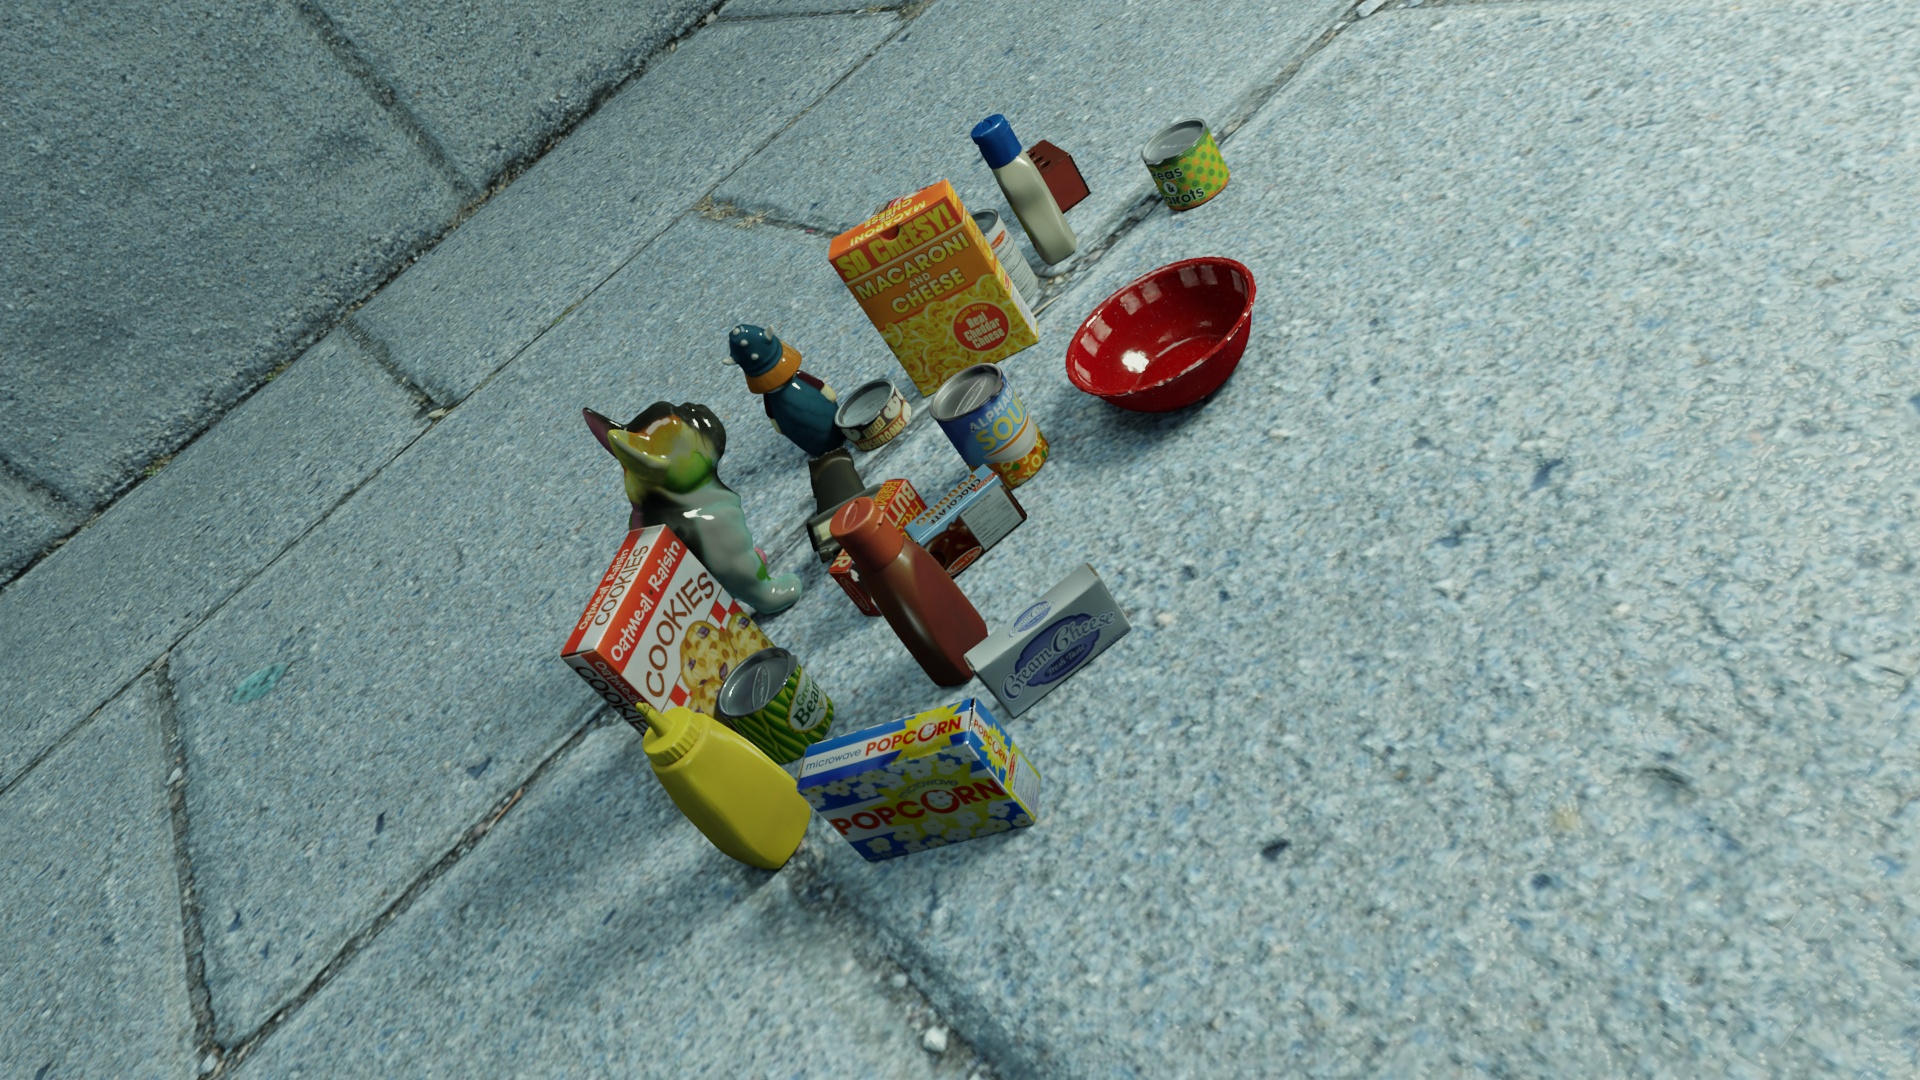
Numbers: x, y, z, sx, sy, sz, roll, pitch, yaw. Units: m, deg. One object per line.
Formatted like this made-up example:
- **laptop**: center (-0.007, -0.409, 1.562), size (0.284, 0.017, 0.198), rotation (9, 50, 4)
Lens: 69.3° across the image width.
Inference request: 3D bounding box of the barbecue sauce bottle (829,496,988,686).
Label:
- **barbecue sauce bottle**: center (-0.035, 0.033, 0.958), size (0.043, 0.148, 0.065), rotation (-17, 38, 28)

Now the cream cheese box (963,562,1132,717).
- **cream cheese box**: center (0.059, 0.067, 0.917), size (0.104, 0.053, 0.024), rotation (-37, 33, -1)

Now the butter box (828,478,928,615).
- **butter box**: center (-0.061, 0.004, 1.105), size (0.024, 0.053, 0.104), rotation (-3, 45, 41)

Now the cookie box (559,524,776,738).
- **cookie box**: center (-0.206, 0.089, 1.027), size (0.040, 0.167, 0.123), rotation (-14, 39, 31)

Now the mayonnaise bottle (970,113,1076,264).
- **mayonnaise bottle**: center (0.061, -0.339, 1.336), size (0.041, 0.147, 0.065), rotation (-31, 33, 9)

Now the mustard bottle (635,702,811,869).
- **mustard bottle**: center (-0.163, 0.153, 0.915), size (0.049, 0.159, 0.065), rotation (-3, 46, 41)

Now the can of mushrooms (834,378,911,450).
- **can of mushrooms**: center (-0.081, -0.116, 1.293), size (0.071, 0.033, 0.071), rotation (-24, 35, 18)

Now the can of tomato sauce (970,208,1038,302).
- **can of tomato sauce**: center (0.026, -0.266, 1.337), size (0.071, 0.083, 0.071), rotation (-24, 35, 18)

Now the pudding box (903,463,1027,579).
- **pudding box**: center (0.004, -0.013, 1.071), size (0.084, 0.049, 0.030), rotation (-40, 33, -5)

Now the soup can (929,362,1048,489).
- **soup can**: center (0.026, -0.090, 1.116), size (0.071, 0.083, 0.072), rotation (-24, 35, 18)

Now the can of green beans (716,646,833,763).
- **can of green beans**: center (-0.136, 0.122, 1.023), size (0.071, 0.057, 0.071), rotation (-24, 35, 18)

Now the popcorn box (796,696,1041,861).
- **popcorn box**: center (-0.026, 0.150, 0.860), size (0.126, 0.085, 0.038), rotation (-19, 36, 25)

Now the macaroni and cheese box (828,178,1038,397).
- **macaroni and cheese box**: center (-0.022, -0.224, 1.252), size (0.123, 0.166, 0.040), rotation (-24, 35, 18)

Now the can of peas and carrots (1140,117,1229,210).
- **can of peas and carrots**: center (0.209, -0.349, 1.295), size (0.071, 0.058, 0.071), rotation (-24, 35, 18)
